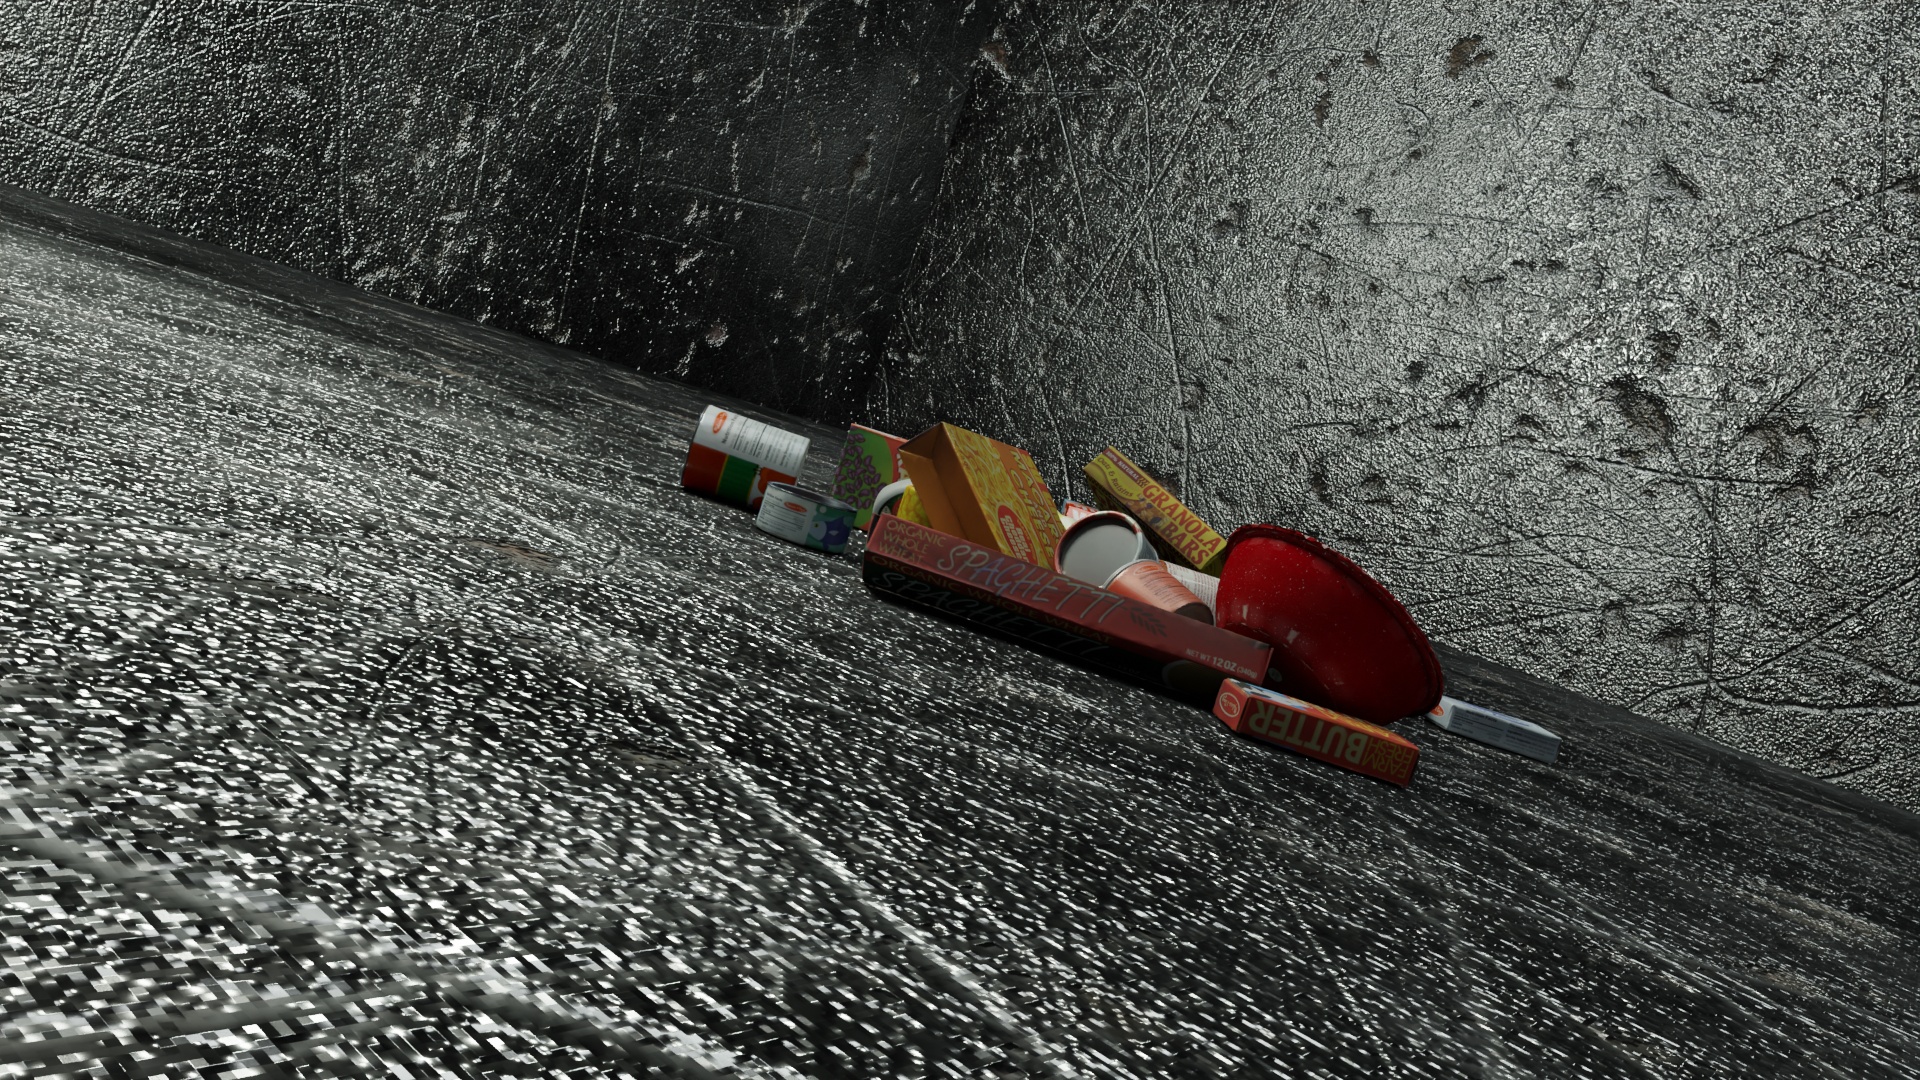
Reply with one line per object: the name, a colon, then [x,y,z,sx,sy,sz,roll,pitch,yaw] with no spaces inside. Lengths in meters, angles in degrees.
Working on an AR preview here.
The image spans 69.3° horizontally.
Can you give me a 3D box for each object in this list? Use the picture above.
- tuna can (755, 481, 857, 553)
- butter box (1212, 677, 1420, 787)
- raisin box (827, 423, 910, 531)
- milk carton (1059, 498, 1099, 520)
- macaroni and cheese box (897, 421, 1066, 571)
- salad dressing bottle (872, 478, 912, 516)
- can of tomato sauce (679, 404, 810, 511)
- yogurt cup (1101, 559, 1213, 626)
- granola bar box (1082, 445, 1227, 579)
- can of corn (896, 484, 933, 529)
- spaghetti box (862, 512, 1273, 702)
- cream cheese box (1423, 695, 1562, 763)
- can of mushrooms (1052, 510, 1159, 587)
tuna can: [-0.107,-0.016,0.974,0.071,0.033,0.071,18,4,-1]
butter box: [0.198,0.106,0.776,0.103,0.024,0.053,18,4,-5]
raisin box: [-0.047,-0.042,1.191,0.123,0.086,0.040,20,2,20]
milk carton: [0.132,0.004,1.442,0.072,0.073,0.191,19,5,0]
macaroni and cheese box: [0.030,-0.011,0.967,0.124,0.040,0.166,66,19,13]
salad dressing bottle: [0.004,-0.014,1.095,0.147,0.064,0.044,8,20,27]
can of tomato sauce: [-0.165,-0.059,1.066,0.083,0.071,0.071,19,4,-5]
yogurt cup: [0.126,0.053,0.896,0.072,0.072,0.054,15,14,-42]
granola bar box: [0.188,0.002,1.264,0.166,0.039,0.123,45,-10,39]
can of corn: [-0.017,-0.004,1.032,0.071,0.058,0.071,18,4,-1]
spaghetti box: [0.060,0.043,0.836,0.250,0.029,0.050,19,-26,4]
cream cheese box: [0.445,0.157,1.169,0.104,0.024,0.053,18,6,-8]
can of mushrooms: [0.096,0.015,0.941,0.071,0.071,0.033,22,-20,39]
